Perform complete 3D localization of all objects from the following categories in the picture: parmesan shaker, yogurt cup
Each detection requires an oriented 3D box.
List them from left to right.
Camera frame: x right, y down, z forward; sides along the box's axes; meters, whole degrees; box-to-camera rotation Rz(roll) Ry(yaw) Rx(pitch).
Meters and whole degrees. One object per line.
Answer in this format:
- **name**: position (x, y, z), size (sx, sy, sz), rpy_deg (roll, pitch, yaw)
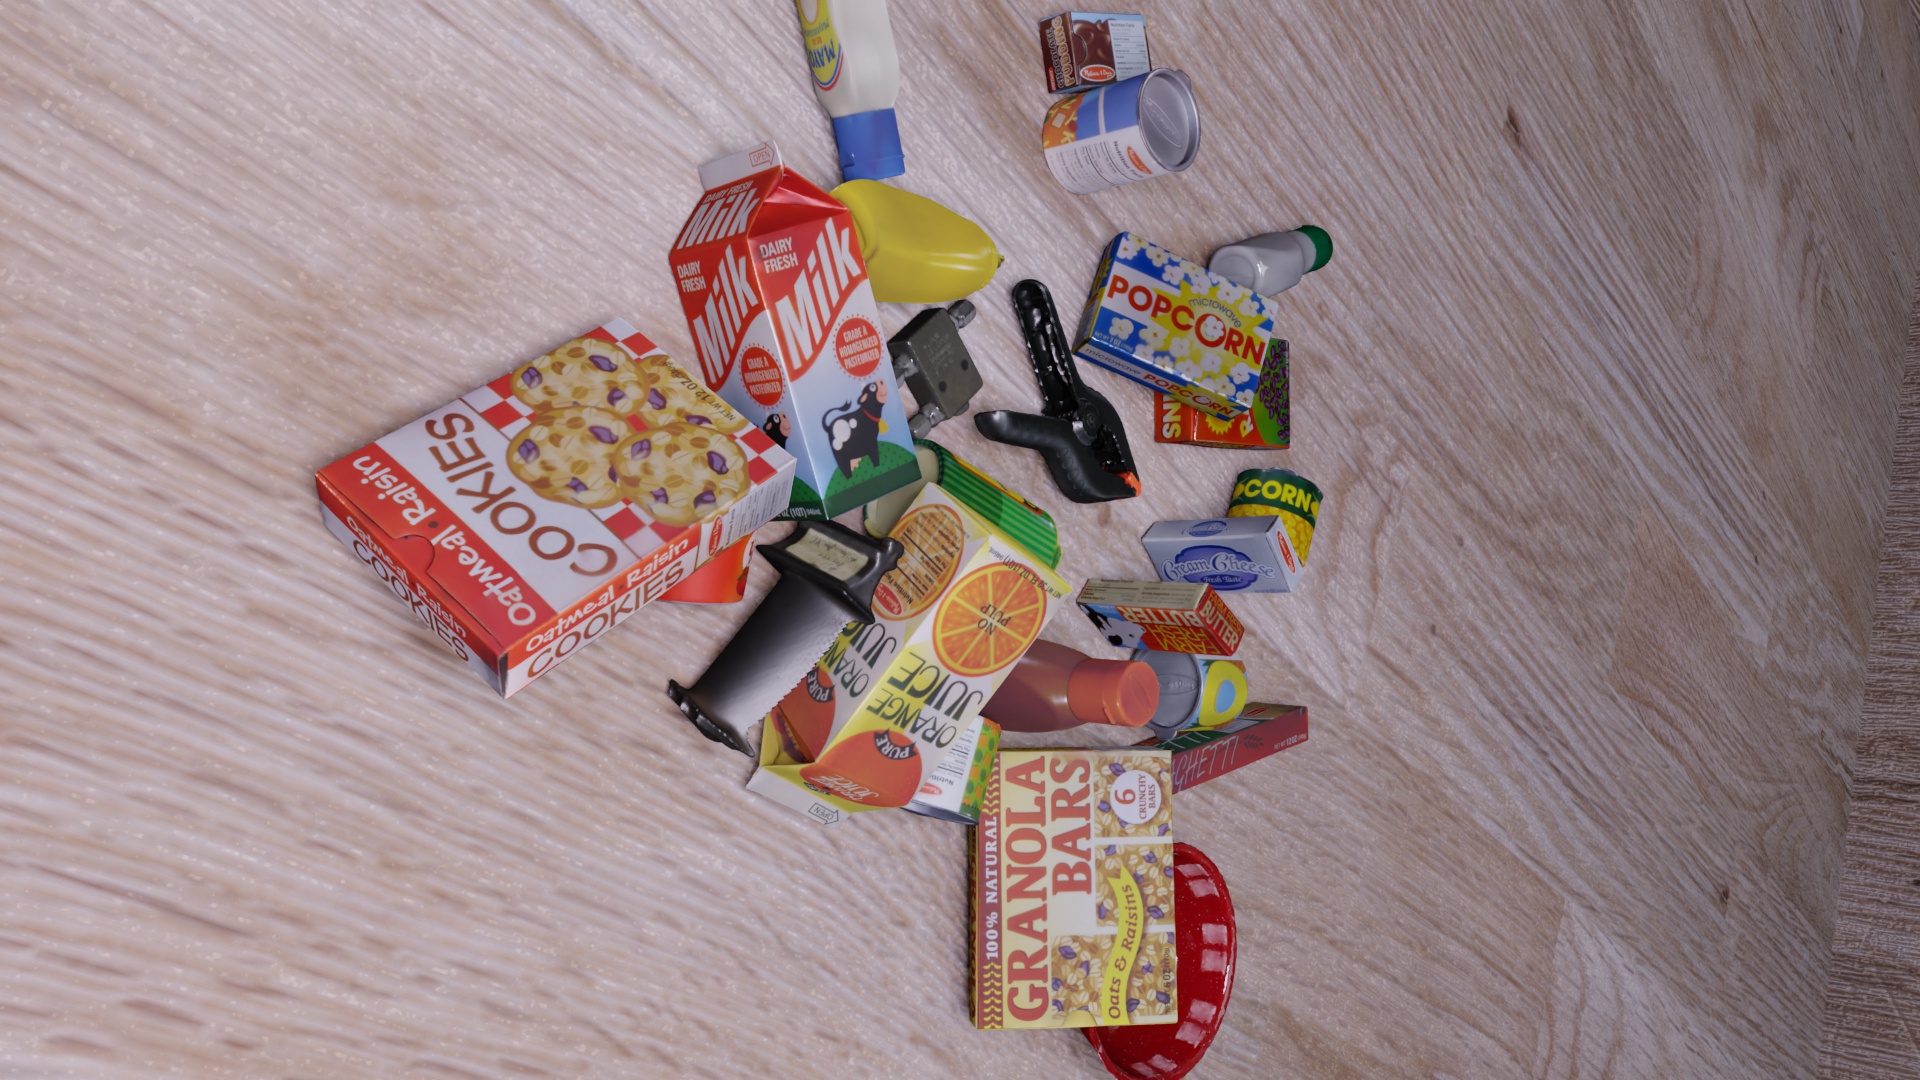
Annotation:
- **yogurt cup**: position (-0.135, 0.002, 0.698), size (0.072, 0.072, 0.054), rpy_deg (1, 97, -44)
- **parmesan shaker**: position (0.003, -0.010, 0.824), size (0.103, 0.071, 0.071), rpy_deg (31, 68, -39)

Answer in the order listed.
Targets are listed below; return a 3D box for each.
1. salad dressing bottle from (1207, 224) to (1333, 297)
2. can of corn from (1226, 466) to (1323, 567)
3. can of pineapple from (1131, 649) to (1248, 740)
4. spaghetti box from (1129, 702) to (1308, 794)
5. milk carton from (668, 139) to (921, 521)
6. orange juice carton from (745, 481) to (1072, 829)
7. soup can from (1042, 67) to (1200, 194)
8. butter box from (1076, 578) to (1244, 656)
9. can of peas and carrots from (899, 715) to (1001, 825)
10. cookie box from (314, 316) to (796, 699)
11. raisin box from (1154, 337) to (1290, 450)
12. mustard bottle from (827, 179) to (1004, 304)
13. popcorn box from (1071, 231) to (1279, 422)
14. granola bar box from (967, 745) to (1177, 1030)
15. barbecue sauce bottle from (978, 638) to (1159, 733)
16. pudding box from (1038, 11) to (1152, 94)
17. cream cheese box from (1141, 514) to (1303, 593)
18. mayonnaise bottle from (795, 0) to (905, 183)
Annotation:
- **salad dressing bottle**: position (0.244, -0.216, 1.072), size (0.148, 0.064, 0.043), rpy_deg (-27, 119, -49)
- **can of corn**: position (0.235, -0.016, 1.051), size (0.071, 0.071, 0.058), rpy_deg (32, 68, -39)
- **can of pineapple**: position (0.159, 0.103, 0.978), size (0.058, 0.071, 0.071), rpy_deg (6, 85, -44)
- **spaghetti box**: position (0.159, 0.154, 0.987), size (0.251, 0.050, 0.028), rpy_deg (-10, 95, -44)
- **milk carton**: position (-0.092, -0.110, 0.735), size (0.074, 0.072, 0.190), rpy_deg (-27, 107, -41)
- **orange juice carton**: position (-0.035, 0.072, 0.757), size (0.071, 0.073, 0.192), rpy_deg (34, 95, -39)
- **soup can**: position (0.107, -0.272, 0.923), size (0.071, 0.083, 0.071), rpy_deg (1, 89, -44)
- **butter box**: position (0.132, 0.051, 0.926), size (0.053, 0.103, 0.024), rpy_deg (48, 59, -33)
- **can of peas and carrots**: position (-0.014, 0.130, 0.811), size (0.071, 0.071, 0.059), rpy_deg (29, 69, -40)
- **cookie box**: position (-0.176, -0.023, 0.622), size (0.168, 0.123, 0.040), rpy_deg (-38, 159, -37)
- **raisin box**: position (0.197, -0.112, 1.037), size (0.123, 0.040, 0.086), rpy_deg (1, 90, -43)
- **mustard bottle**: position (-0.020, -0.168, 0.813), size (0.160, 0.048, 0.065), rpy_deg (-3, 59, -55)
- **popcorn box**: position (0.148, -0.146, 0.955), size (0.127, 0.038, 0.085), rpy_deg (22, 73, -13)
- **granola bar box**: position (0.067, 0.211, 0.853), size (0.124, 0.039, 0.165), rpy_deg (1, 82, -8)
- **barbecue sauce bottle**: position (0.047, 0.085, 0.811), size (0.044, 0.148, 0.064), rpy_deg (-46, 120, -33)
- **pudding box**: position (0.093, -0.333, 0.948), size (0.084, 0.030, 0.049), rpy_deg (-19, 103, -43)
- **cream cheese box**: position (0.183, 0.011, 0.976), size (0.024, 0.103, 0.053), rpy_deg (-50, 123, -37)
- **mayonnaise bottle**: position (-0.062, -0.276, 0.776), size (0.041, 0.065, 0.147), rpy_deg (-19, 107, -29)
